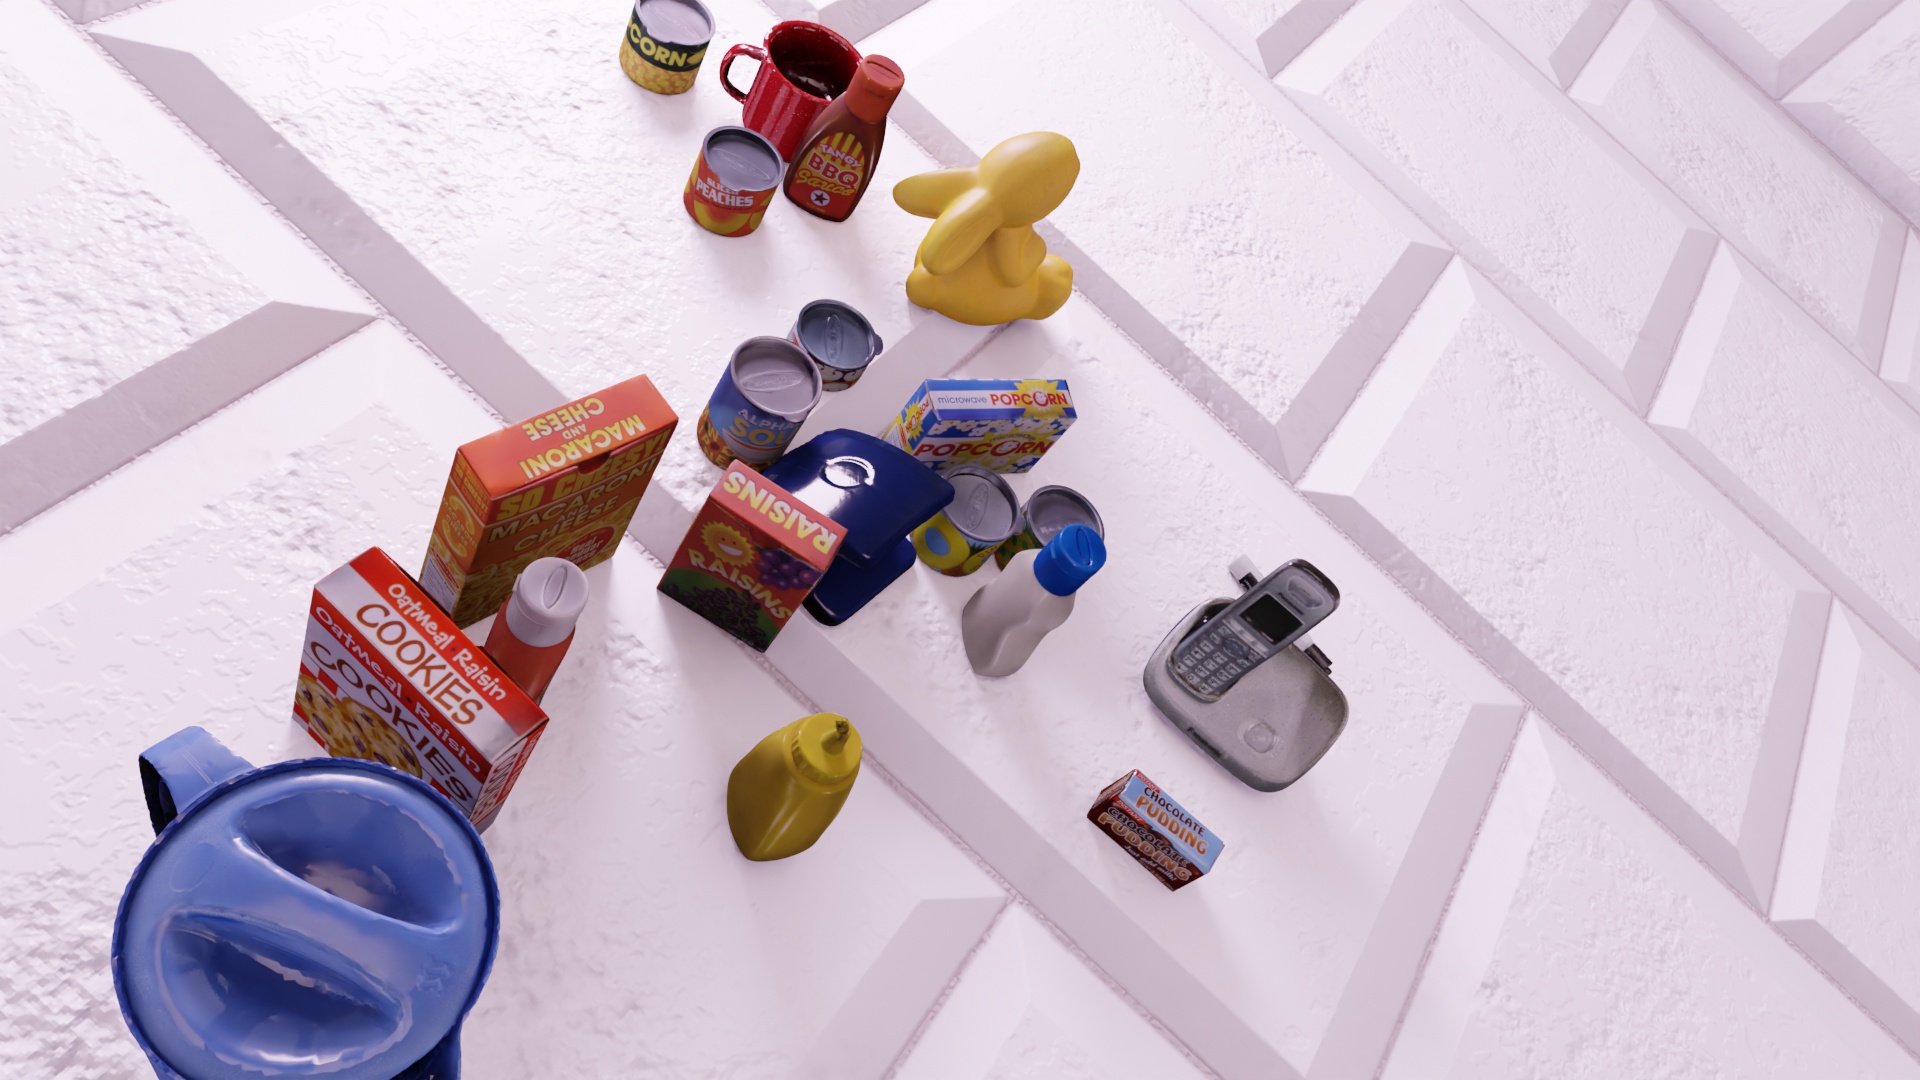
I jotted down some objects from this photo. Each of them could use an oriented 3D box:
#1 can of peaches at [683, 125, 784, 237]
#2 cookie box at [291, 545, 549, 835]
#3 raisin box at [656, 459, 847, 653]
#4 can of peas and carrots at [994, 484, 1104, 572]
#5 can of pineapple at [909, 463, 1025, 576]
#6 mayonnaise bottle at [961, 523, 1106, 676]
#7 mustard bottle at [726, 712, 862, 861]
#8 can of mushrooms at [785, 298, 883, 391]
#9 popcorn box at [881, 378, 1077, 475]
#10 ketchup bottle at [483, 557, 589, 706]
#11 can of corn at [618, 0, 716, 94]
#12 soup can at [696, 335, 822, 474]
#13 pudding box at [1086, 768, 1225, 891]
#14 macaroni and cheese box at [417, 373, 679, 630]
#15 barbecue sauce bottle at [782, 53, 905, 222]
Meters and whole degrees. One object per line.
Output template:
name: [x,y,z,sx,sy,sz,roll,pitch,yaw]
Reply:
can of peaches: [-0.179,-0.279,1.089,0.071,0.057,0.071,14,55,-21]
cookie box: [-0.286,0.091,0.726,0.123,0.166,0.040,44,50,2]
raisin box: [-0.135,0.013,0.888,0.086,0.122,0.040,34,51,-7]
can of peas and carrots: [0.068,0.002,1.050,0.071,0.058,0.071,14,55,-21]
can of pineapple: [0.004,-0.013,1.024,0.071,0.057,0.071,14,55,-21]
mayonnaise bottle: [0.049,0.039,0.958,0.041,0.147,0.065,5,59,-27]
mustard bottle: [-0.092,0.138,0.810,0.049,0.159,0.065,-6,65,-32]
can of mushrooms: [-0.098,-0.149,1.069,0.071,0.033,0.071,14,55,-21]
popcorn box: [0.014,-0.086,1.058,0.127,0.084,0.038,-4,63,-31]
ketchup bottle: [-0.244,0.059,0.782,0.043,0.148,0.065,21,53,-17]
can of corn: [-0.241,-0.407,1.135,0.071,0.058,0.071,14,55,-21]
soup can: [-0.141,-0.091,0.975,0.071,0.083,0.071,14,55,-21]
pudding box: [0.136,0.202,0.968,0.084,0.049,0.030,41,50,-1]
macaroni and cheese box: [-0.245,-0.019,0.819,0.124,0.165,0.040,-31,79,-39]
barbecue sauce bottle: [-0.089,-0.321,1.107,0.065,0.147,0.044,24,52,-15]
